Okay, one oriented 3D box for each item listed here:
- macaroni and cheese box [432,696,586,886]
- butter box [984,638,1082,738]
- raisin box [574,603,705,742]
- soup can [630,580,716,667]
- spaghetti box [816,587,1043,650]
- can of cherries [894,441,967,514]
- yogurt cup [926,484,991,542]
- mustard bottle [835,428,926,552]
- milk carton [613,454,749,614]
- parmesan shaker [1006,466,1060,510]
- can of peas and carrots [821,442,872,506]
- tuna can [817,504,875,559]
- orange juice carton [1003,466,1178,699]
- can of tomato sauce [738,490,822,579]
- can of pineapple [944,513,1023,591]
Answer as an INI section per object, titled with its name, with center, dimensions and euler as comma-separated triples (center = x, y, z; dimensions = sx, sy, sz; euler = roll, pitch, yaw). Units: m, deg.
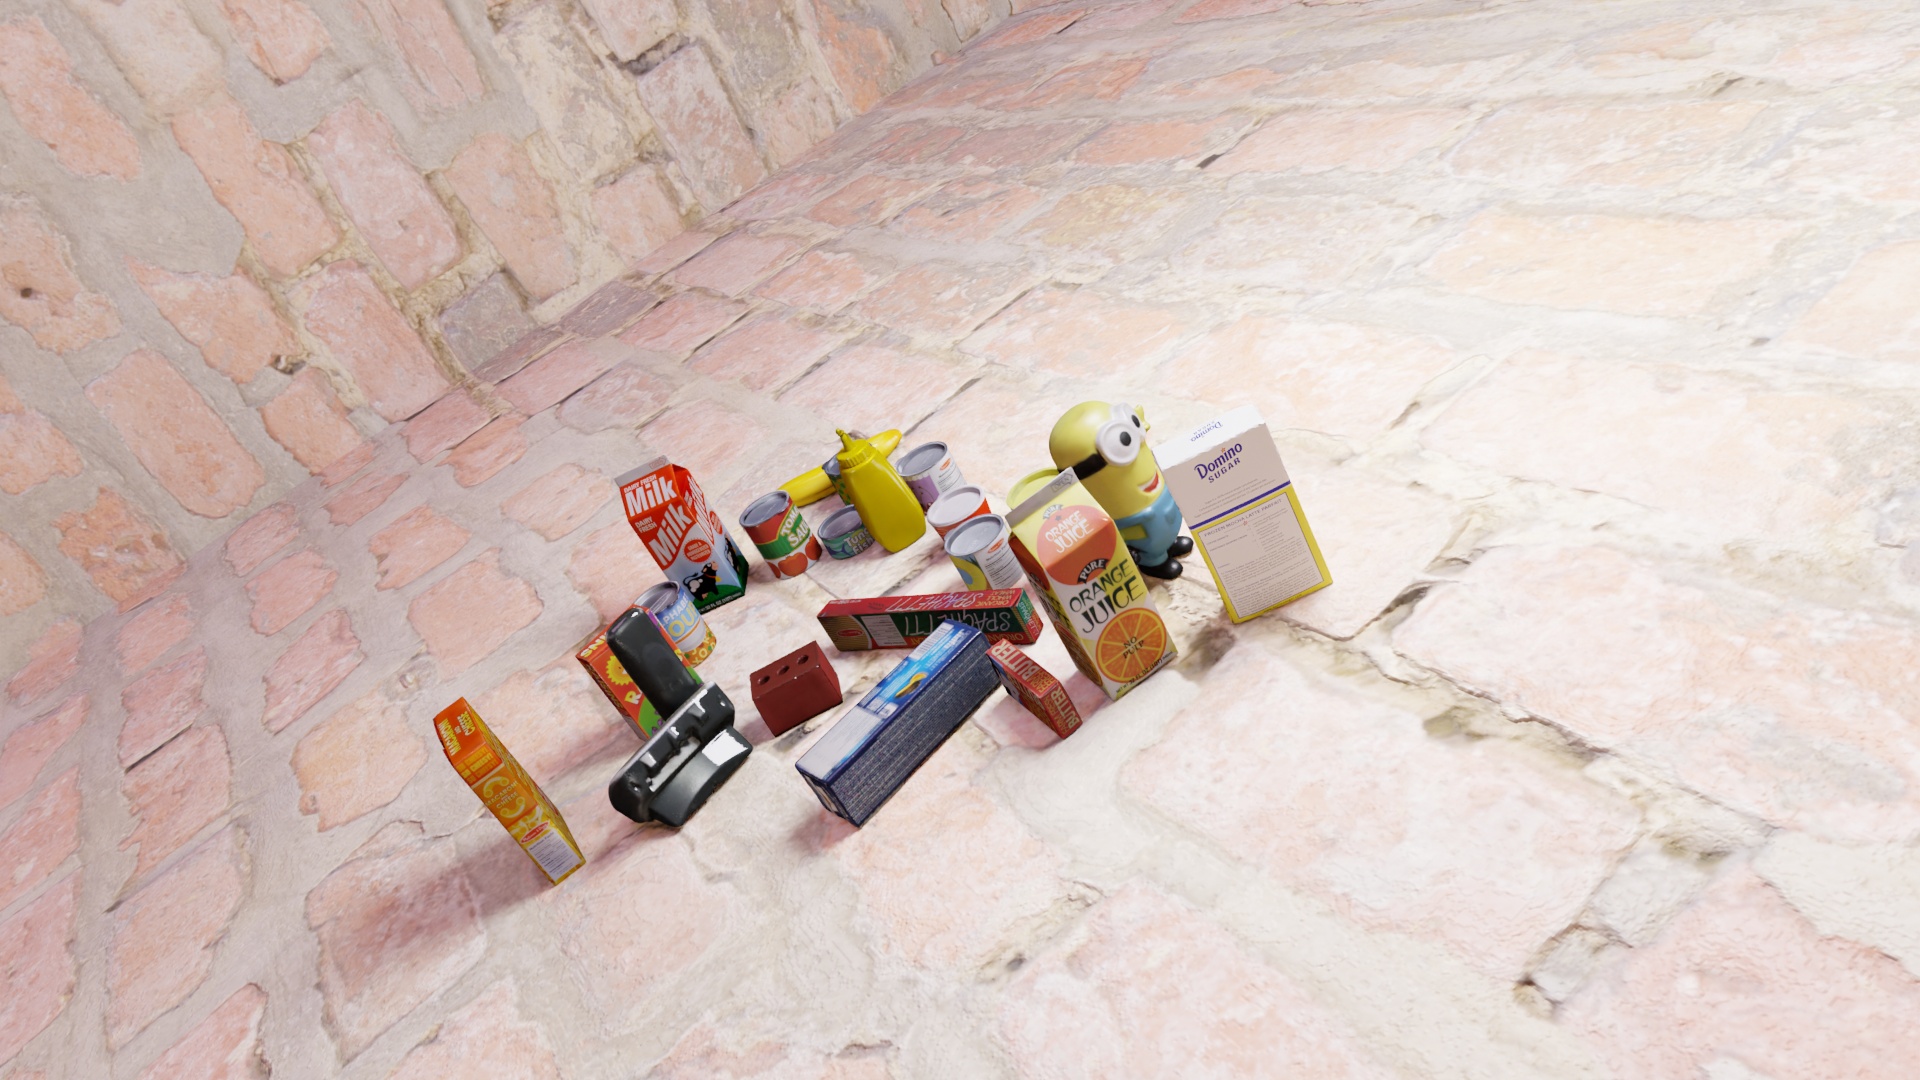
[macaroni and cheese box]
center = -0.438, 0.242, 1.343
dimensions = 0.040, 0.166, 0.124
euler = -38, 29, -15
[butter box]
center = 0.063, 0.127, 1.196
dimensions = 0.024, 0.053, 0.103
euler = -36, 29, -12
[raisin box]
center = -0.333, 0.140, 1.457
dimensions = 0.086, 0.123, 0.040
euler = -44, 32, -26
[soup can]
center = -0.321, 0.098, 1.557
dimensions = 0.071, 0.083, 0.072
euler = -22, 29, 13
[spaghetti box]
center = -0.033, 0.079, 1.362
dimensions = 0.250, 0.050, 0.029
euler = -5, 36, 37
[can of cherries]
center = -0.034, -0.072, 1.600
dimensions = 0.071, 0.058, 0.072
euler = -22, 29, 13
[yogurt cup]
center = 0.005, -0.019, 1.482
dimensions = 0.072, 0.053, 0.073
euler = -22, 29, 13
[mustard bottle]
center = -0.096, -0.063, 1.534
dimensions = 0.065, 0.159, 0.049
euler = -33, 28, -6
[milk carton]
center = -0.326, -0.012, 1.627
dimensions = 0.072, 0.190, 0.074
euler = -24, 29, 10
[parmesan shaker]
center = 0.097, -0.011, 1.336
dimensions = 0.071, 0.102, 0.071
euler = -22, 29, 13
[can of peas and carrots]
center = -0.125, -0.077, 1.689
dimensions = 0.071, 0.058, 0.071
euler = -22, 29, 13
[tuna can]
center = -0.129, -0.010, 1.611
dimensions = 0.071, 0.032, 0.071
euler = -22, 29, 13
[orange juice carton]
center = 0.104, 0.033, 1.164
dimensions = 0.072, 0.192, 0.073
euler = -35, 29, -10
[can of tomato sauce]
center = -0.208, -0.006, 1.625
dimensions = 0.071, 0.082, 0.071
euler = -22, 29, 13
[can of pineapple]
center = 0.025, 0.015, 1.407
dimensions = 0.071, 0.057, 0.071
euler = -22, 29, 13
